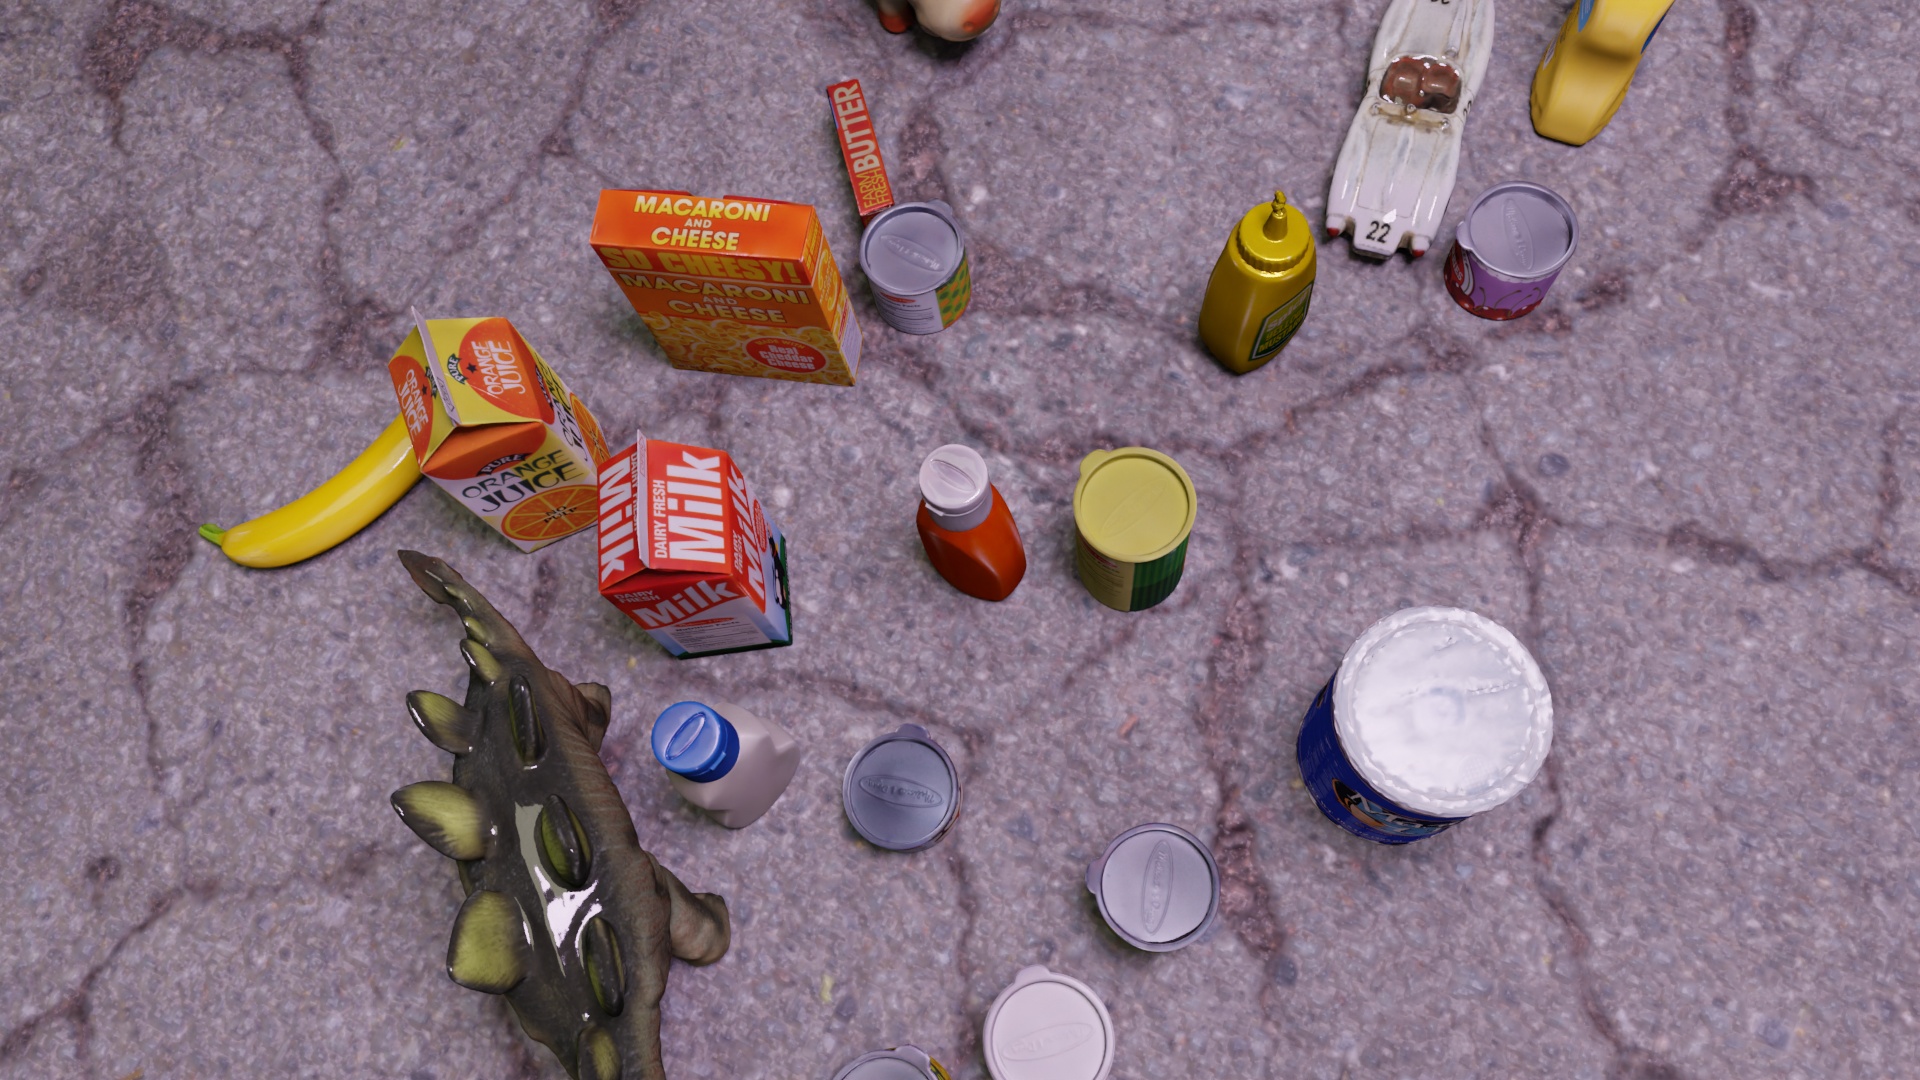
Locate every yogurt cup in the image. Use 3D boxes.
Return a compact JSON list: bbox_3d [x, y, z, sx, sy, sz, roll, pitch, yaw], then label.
[{"bbox_3d":[0.048,0.265,0.737,0.072,0.053,0.072,-2,72,5],"label":"yogurt cup"}]

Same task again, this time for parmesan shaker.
[{"bbox_3d":[0.097,-0.006,0.797,0.071,0.103,0.071,-2,72,5],"label":"parmesan shaker"}]

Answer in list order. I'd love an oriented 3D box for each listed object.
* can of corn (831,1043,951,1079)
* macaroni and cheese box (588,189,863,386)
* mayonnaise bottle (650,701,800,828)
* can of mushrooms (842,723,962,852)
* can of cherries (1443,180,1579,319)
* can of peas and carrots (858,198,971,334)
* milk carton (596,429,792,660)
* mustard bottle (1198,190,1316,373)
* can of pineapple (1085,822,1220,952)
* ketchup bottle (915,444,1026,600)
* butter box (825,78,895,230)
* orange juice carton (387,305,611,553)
[{"bbox_3d":[-0.035,0.300,0.731,0.071,0.058,0.071,-2,72,5],"label":"can of corn"},{"bbox_3d":[-0.134,-0.149,0.834,0.124,0.166,0.040,6,73,8],"label":"macaroni and cheese box"},{"bbox_3d":[-0.128,0.118,0.754,0.041,0.147,0.065,35,79,15],"label":"mayonnaise bottle"},{"bbox_3d":[-0.032,0.143,0.796,0.071,0.033,0.071,-2,71,5],"label":"can of mushrooms"},{"bbox_3d":[0.335,-0.178,0.855,0.071,0.058,0.071,-2,72,5],"label":"can of cherries"},{"bbox_3d":[-0.027,-0.175,0.890,0.071,0.058,0.071,-2,72,5],"label":"can of peas and carrots"},{"bbox_3d":[-0.149,0.006,0.771,0.073,0.190,0.072,-8,71,3],"label":"milk carton"},{"bbox_3d":[0.176,-0.154,0.809,0.065,0.159,0.049,-39,73,-7],"label":"mustard bottle"},{"bbox_3d":[0.105,0.189,0.755,0.071,0.057,0.071,-2,72,5],"label":"can of pineapple"},{"bbox_3d":[0.003,-0.010,0.784,0.065,0.148,0.043,32,78,15],"label":"ketchup bottle"},{"bbox_3d":[-0.063,-0.248,0.921,0.024,0.053,0.104,-16,71,0],"label":"butter box"},{"bbox_3d":[-0.265,-0.064,0.805,0.073,0.192,0.072,-23,71,-2],"label":"orange juice carton"}]
